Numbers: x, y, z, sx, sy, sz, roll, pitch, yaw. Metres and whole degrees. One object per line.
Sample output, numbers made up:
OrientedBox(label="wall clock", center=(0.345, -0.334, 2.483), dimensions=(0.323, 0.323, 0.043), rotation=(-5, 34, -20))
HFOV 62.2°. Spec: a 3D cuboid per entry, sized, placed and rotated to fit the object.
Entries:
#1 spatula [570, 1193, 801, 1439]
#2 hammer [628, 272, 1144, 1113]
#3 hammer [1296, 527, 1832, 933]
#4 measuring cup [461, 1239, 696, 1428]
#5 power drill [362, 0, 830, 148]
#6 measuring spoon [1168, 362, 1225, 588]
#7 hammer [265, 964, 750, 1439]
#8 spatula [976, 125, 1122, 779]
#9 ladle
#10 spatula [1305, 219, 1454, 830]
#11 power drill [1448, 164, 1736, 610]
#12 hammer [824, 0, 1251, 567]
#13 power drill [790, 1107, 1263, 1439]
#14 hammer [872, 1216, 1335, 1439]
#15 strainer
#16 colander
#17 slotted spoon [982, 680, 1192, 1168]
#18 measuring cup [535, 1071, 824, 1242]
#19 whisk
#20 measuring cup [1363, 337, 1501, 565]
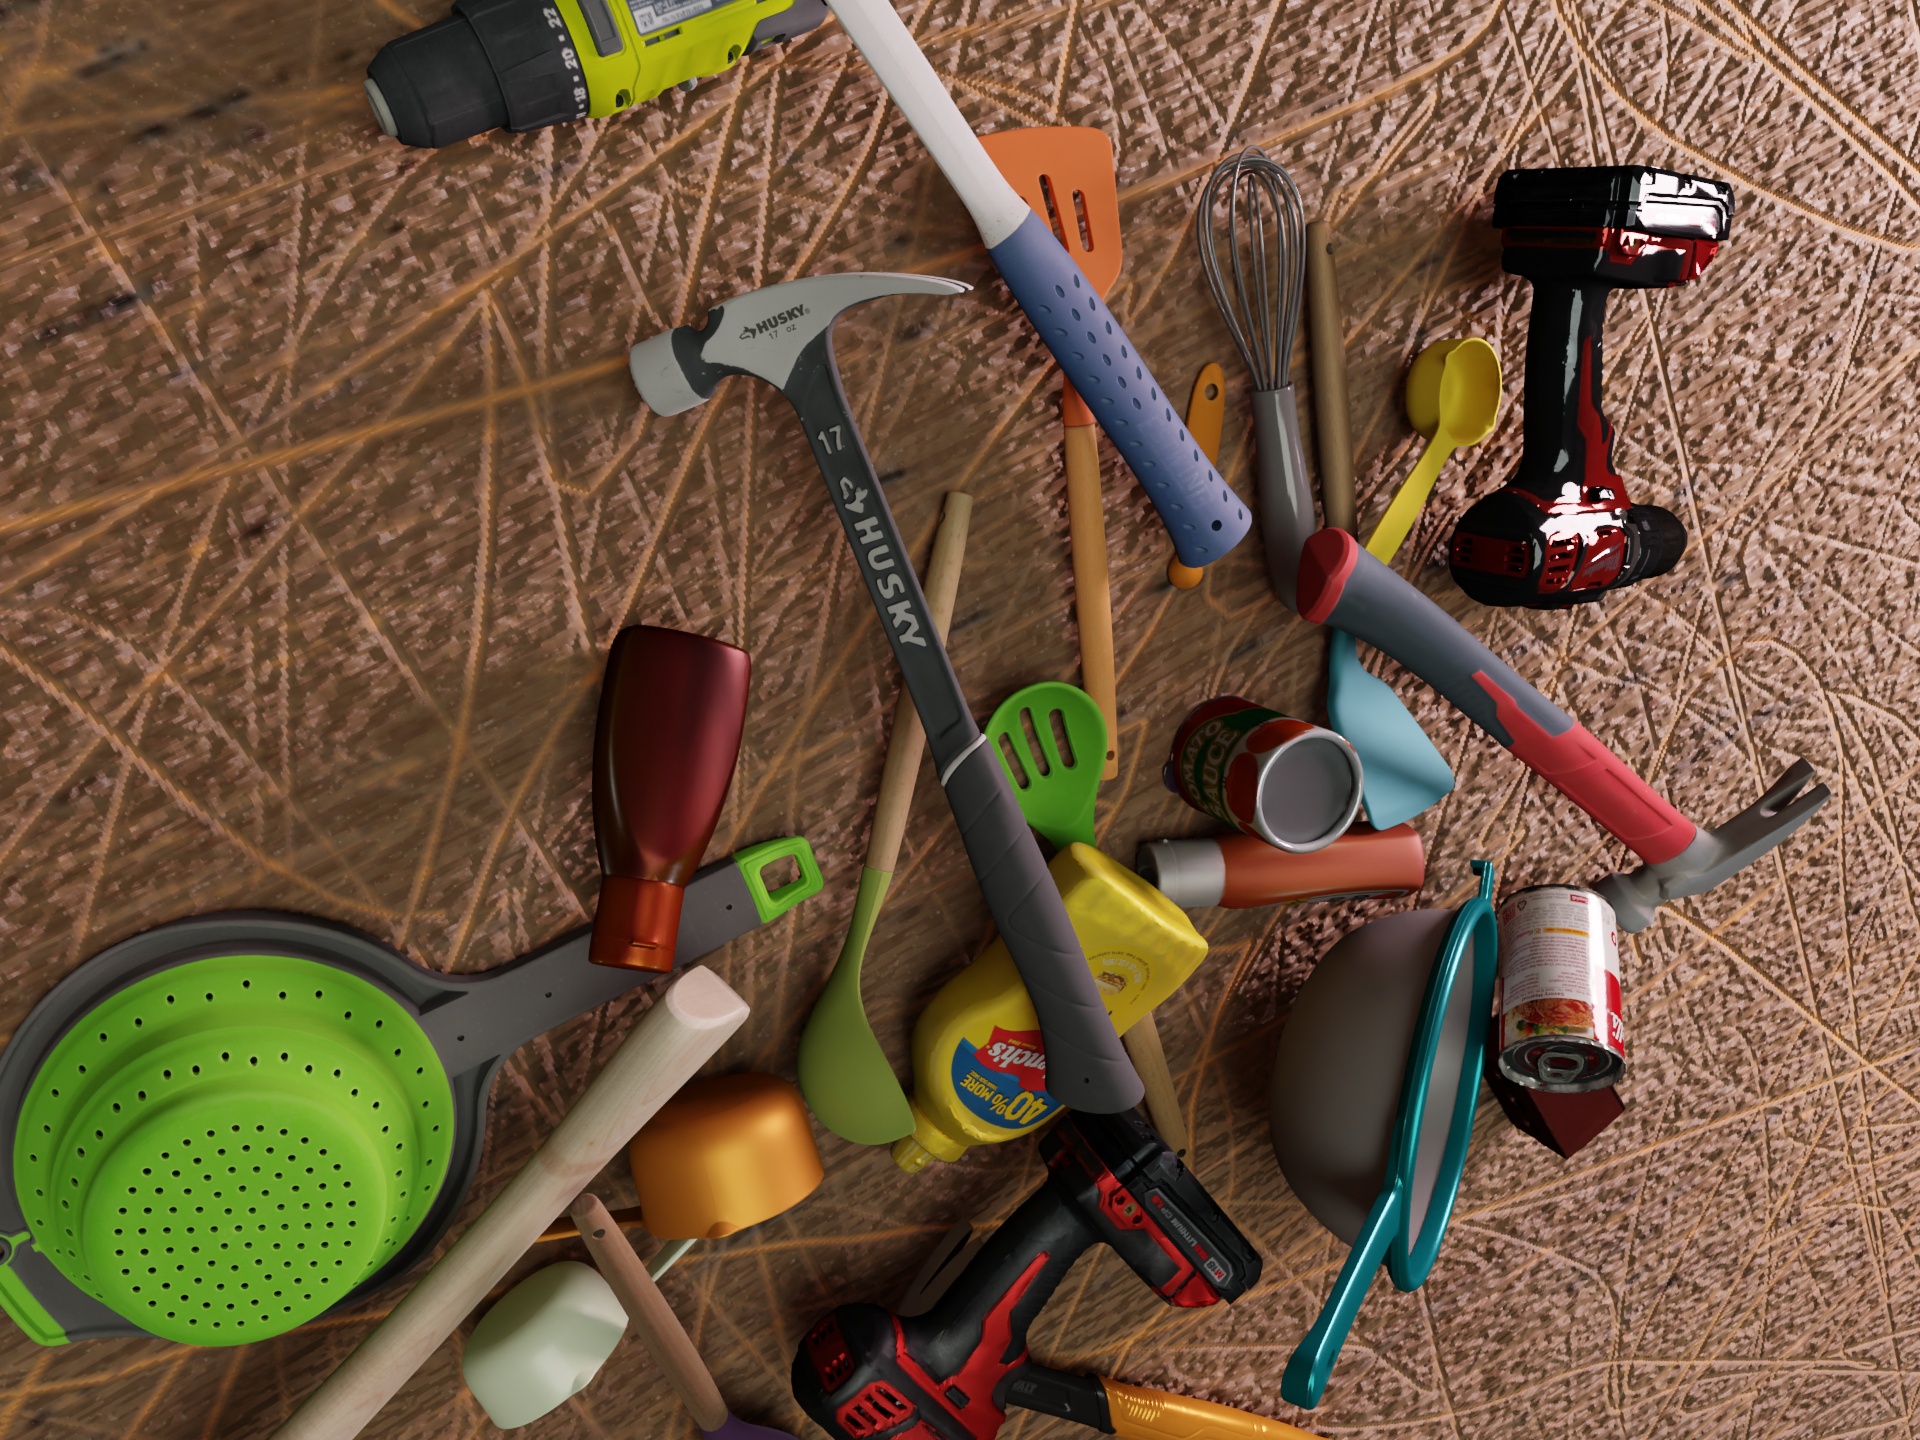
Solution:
OrientedBox(label="spatula", center=(-0.125, 0.323, 0.769), dimensions=(0.060, 0.018, 0.315), rotation=(-30, 130, -17))
OrientedBox(label="hammer", center=(-0.001, -0.002, 0.715), dimensions=(0.149, 0.036, 0.408), rotation=(-18, 103, 17))
OrientedBox(label="hammer", center=(0.324, -0.004, 0.861), dimensions=(0.386, 0.038, 0.143), rotation=(32, 118, -32))
OrientedBox(label="measuring cup", center=(-0.167, 0.262, 0.766), dimensions=(0.167, 0.083, 0.038), rotation=(-42, 104, -26))
OrientedBox(label="power drill", center=(-0.172, -0.349, 0.610), dimensions=(0.190, 0.080, 0.228), rotation=(-28, 114, -16))
OrientedBox(label="measuring spoon", center=(0.124, -0.125, 0.820), dimensions=(0.021, 0.011, 0.117), rotation=(2, 101, -23))
OrientedBox(label="hammer", center=(-0.241, 0.271, 0.694), dimensions=(0.038, 0.146, 0.410), rotation=(41, 83, 17))
OrientedBox(label="spatula", center=(0.057, -0.124, 0.788), dimensions=(0.081, 0.041, 0.322), rotation=(-14, 111, -20))
OrientedBox(label="ladle", center=(-0.023, 0.048, 0.777), dimensions=(0.062, 0.078, 0.320), rotation=(12, 91, -21))
OrientedBox(label="spatula", center=(0.213, -0.103, 0.845), dimensions=(0.082, 0.044, 0.317), rotation=(-21, 109, -38))
OrientedBox(label="power drill", center=(0.348, -0.173, 0.858), dimensions=(0.187, 0.080, 0.226), rotation=(-8, 108, -39))
OrientedBox(label="hammer", center=(0.019, -0.226, 0.688), dimensions=(0.144, 0.035, 0.405), rotation=(-45, 122, -7))
OrientedBox(label="power drill", center=(0.036, 0.305, 0.810), dimensions=(0.219, 0.079, 0.143), rotation=(-40, 115, -5))
OrientedBox(label="hammer", center=(0.102, 0.392, 0.918), dimensions=(0.336, 0.034, 0.127), rotation=(27, 92, -26))
OrientedBox(label="strainer", center=(0.193, 0.216, 0.817), dimensions=(0.340, 0.095, 0.210), rotation=(-37, 130, -53))
OrientedBox(label="colander", center=(-0.231, 0.157, 0.690), dimensions=(0.397, 0.095, 0.204), rotation=(-25, 111, -15))
OrientedBox(label="slotted spoon", center=(0.077, 0.117, 0.849), dimensions=(0.070, 0.031, 0.313), rotation=(-23, 112, -10))
OrientedBox(label="measuring cup", center=(-0.154, 0.210, 0.754), dimensions=(0.173, 0.095, 0.052), rotation=(-11, 96, 0))
OrientedBox(label="whisk", center=(0.158, -0.167, 0.807), dimensions=(0.055, 0.055, 0.238), rotation=(-20, 113, -18))
OrientedBox(label="measuring cup", center=(0.236, -0.135, 0.842), dimensions=(0.062, 0.029, 0.156), rotation=(40, 77, -39))
